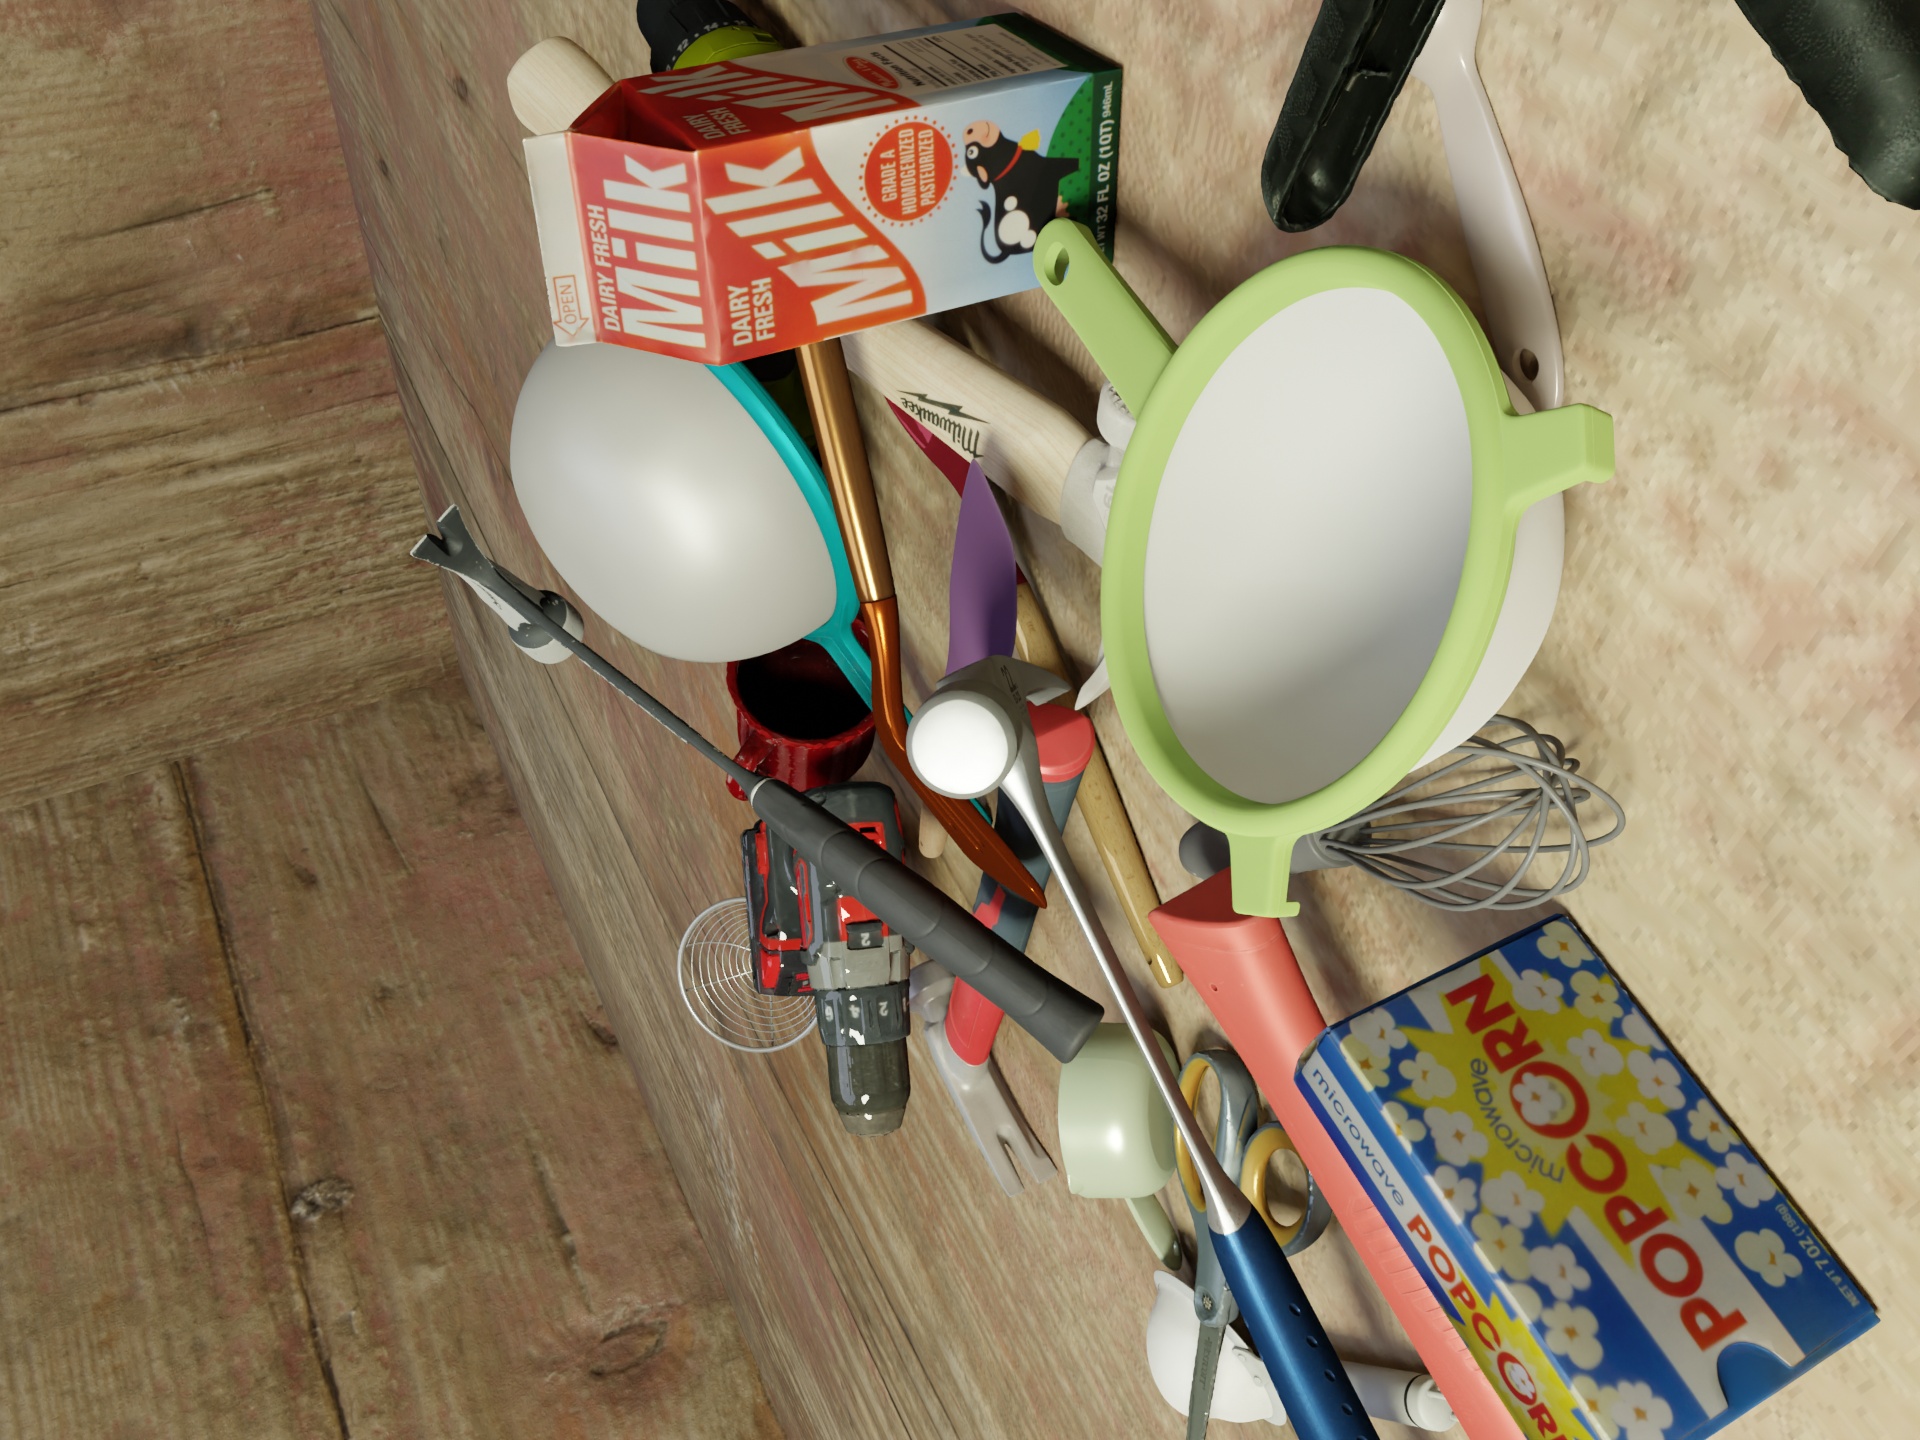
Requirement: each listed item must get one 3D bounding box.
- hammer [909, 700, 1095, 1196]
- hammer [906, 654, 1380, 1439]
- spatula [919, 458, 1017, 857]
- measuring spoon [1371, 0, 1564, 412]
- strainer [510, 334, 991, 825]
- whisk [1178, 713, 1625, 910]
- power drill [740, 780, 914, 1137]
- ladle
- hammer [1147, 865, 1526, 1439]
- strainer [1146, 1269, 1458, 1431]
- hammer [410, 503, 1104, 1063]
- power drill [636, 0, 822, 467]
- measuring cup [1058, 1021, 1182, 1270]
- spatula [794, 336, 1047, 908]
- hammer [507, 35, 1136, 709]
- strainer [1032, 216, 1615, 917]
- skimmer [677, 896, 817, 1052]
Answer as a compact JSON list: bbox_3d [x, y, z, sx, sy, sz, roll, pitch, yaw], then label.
[{"bbox_3d":[0.026,0.118,0.778,0.143,0.038,0.386,59,160,25],"label":"hammer"},{"bbox_3d":[0.091,0.161,0.560,0.405,0.035,0.144,64,-168,-6],"label":"hammer"},{"bbox_3d":[-0.001,-0.002,0.688,0.315,0.018,0.060,102,150,-63],"label":"spatula"},{"bbox_3d":[0.123,-0.132,0.390,0.034,0.018,0.124,-10,98,68],"label":"measuring spoon"},{"bbox_3d":[-0.115,-0.052,0.792,0.340,0.095,0.211,53,157,-9],"label":"strainer"},{"bbox_3d":[0.122,0.036,0.504,0.239,0.055,0.055,152,99,-73],"label":"whisk"},{"bbox_3d":[-0.073,0.133,0.928,0.227,0.080,0.188,161,104,-76],"label":"power drill"},{"bbox_3d":[0.032,-0.033,0.687,0.315,0.031,0.069,68,161,3],"label":"ladle"},{"bbox_3d":[0.163,0.212,0.510,0.359,0.036,0.149,60,157,11],"label":"hammer"},{"bbox_3d":[0.136,0.279,0.679,0.087,0.050,0.258,54,154,1],"label":"strainer"},{"bbox_3d":[-0.100,0.025,0.737,0.409,0.036,0.149,35,171,24],"label":"hammer"},{"bbox_3d":[-0.117,-0.242,0.809,0.191,0.080,0.228,59,153,26],"label":"power drill"},{"bbox_3d":[0.090,0.203,0.722,0.038,0.083,0.167,-7,130,26],"label":"measuring cup"},{"bbox_3d":[-0.030,-0.074,0.620,0.081,0.041,0.322,-157,52,-66],"label":"spatula"},{"bbox_3d":[-0.064,-0.170,0.661,0.411,0.038,0.146,41,147,28],"label":"hammer"},{"bbox_3d":[0.089,-0.076,0.457,0.151,0.069,0.257,-63,33,32],"label":"strainer"},{"bbox_3d":[-0.135,0.132,1.145,0.127,0.090,0.363,33,147,7],"label":"skimmer"}]
